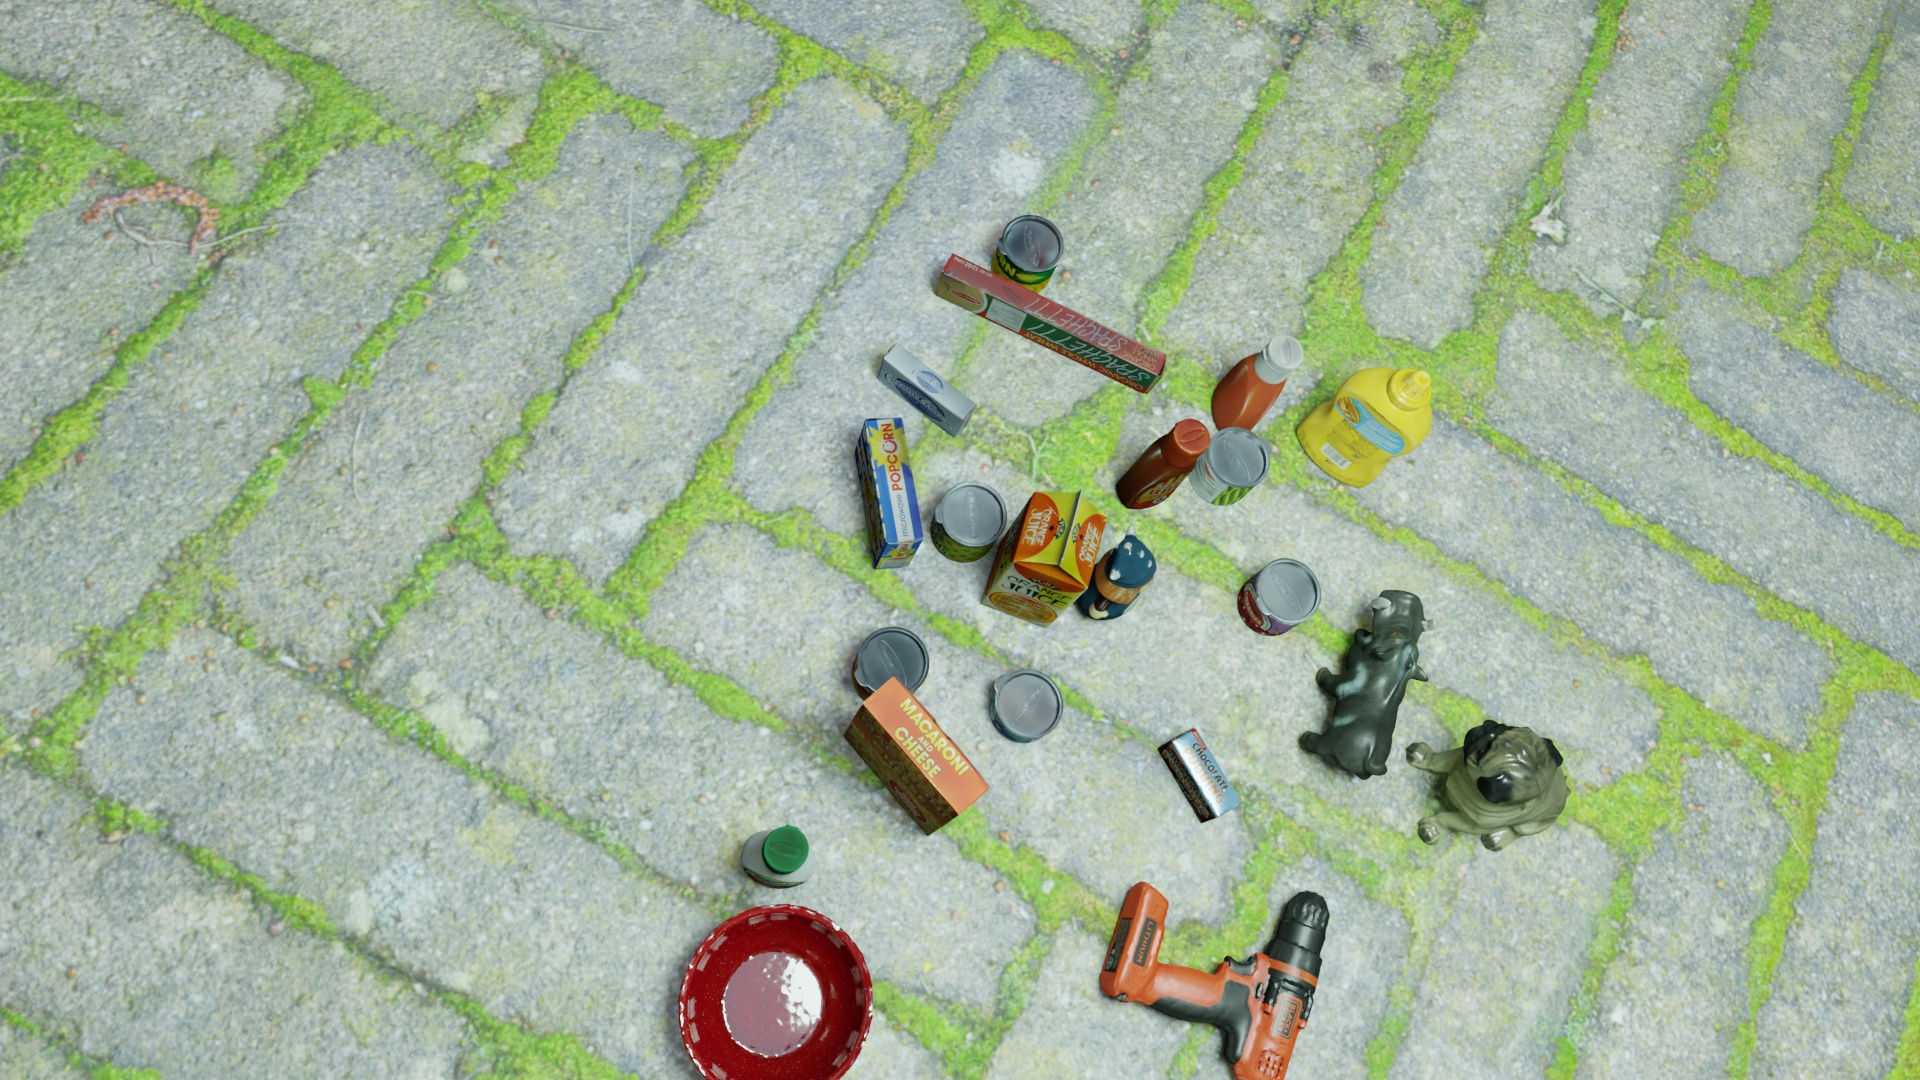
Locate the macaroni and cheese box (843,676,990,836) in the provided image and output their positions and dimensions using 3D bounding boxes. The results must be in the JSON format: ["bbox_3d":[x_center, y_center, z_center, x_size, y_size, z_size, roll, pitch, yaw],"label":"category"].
[{"bbox_3d":[-0.042,0.190,1.210,0.040,0.166,0.124,-39,83,-20],"label":"macaroni and cheese box"}]

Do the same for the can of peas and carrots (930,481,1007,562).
[{"bbox_3d":[0.005,-0.017,1.346,0.071,0.058,0.071,3,71,-10],"label":"can of peas and carrots"}]

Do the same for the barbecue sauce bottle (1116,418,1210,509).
[{"bbox_3d":[0.201,-0.075,1.356,0.065,0.148,0.044,-21,77,-16],"label":"barbecue sauce bottle"}]

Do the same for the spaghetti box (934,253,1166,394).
[{"bbox_3d":[0.093,-0.223,1.437,0.250,0.050,0.029,25,69,-2],"label":"spaghetti box"}]

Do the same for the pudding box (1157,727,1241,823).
[{"bbox_3d":[0.226,0.222,1.314,0.030,0.049,0.084,-27,79,-18],"label":"pudding box"}]

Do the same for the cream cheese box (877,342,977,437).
[{"bbox_3d":[-0.034,-0.149,1.386,0.104,0.053,0.024,38,69,3],"label":"cream cheese box"}]

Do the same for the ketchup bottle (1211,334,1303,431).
[{"bbox_3d":[0.299,-0.159,1.403,0.043,0.148,0.065,2,72,-10],"label":"ketchup bottle"}]

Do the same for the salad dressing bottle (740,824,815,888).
[{"bbox_3d":[-0.152,0.267,1.173,0.064,0.147,0.044,17,70,-5],"label":"salad dressing bottle"}]

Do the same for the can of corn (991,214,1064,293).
[{"bbox_3d":[0.067,-0.297,1.452,0.071,0.058,0.071,3,71,-10],"label":"can of corn"}]

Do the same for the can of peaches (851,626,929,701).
[{"bbox_3d":[-0.068,0.119,1.287,0.071,0.058,0.071,3,71,-10],"label":"can of peaches"}]

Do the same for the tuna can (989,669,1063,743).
[{"bbox_3d":[0.060,0.156,1.313,0.071,0.032,0.071,3,71,-10],"label":"tuna can"}]

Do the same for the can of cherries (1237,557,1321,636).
[{"bbox_3d":[0.314,0.058,1.382,0.071,0.058,0.071,3,71,-10],"label":"can of cherries"}]

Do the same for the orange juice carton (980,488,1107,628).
[{"bbox_3d":[0.079,0.015,1.278,0.073,0.192,0.072,20,70,-4],"label":"orange juice carton"}]

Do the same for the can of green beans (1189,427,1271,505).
[{"bbox_3d":[0.274,-0.075,1.419,0.071,0.057,0.071,3,71,-10],"label":"can of green beans"}]

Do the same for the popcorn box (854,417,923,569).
[{"bbox_3d":[-0.069,-0.044,1.327,0.038,0.085,0.127,-7,73,-13],"label":"popcorn box"}]
